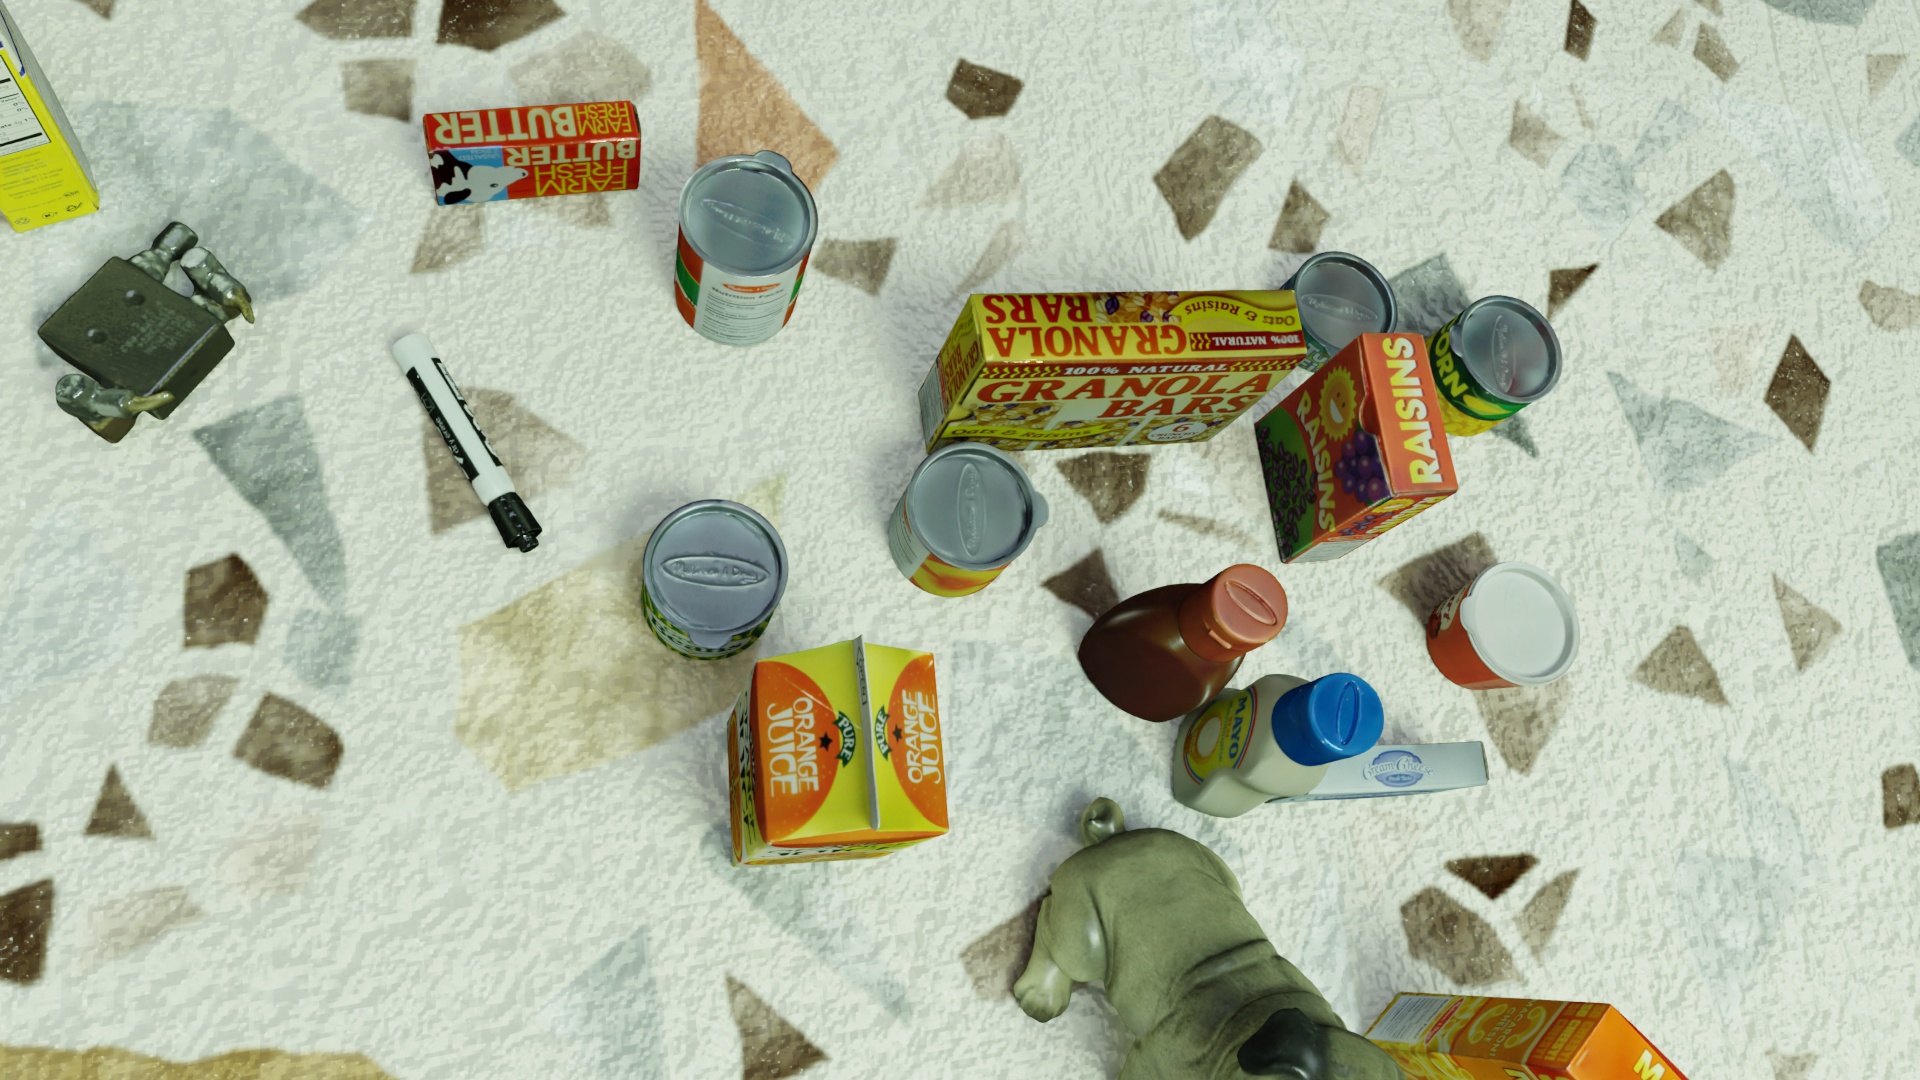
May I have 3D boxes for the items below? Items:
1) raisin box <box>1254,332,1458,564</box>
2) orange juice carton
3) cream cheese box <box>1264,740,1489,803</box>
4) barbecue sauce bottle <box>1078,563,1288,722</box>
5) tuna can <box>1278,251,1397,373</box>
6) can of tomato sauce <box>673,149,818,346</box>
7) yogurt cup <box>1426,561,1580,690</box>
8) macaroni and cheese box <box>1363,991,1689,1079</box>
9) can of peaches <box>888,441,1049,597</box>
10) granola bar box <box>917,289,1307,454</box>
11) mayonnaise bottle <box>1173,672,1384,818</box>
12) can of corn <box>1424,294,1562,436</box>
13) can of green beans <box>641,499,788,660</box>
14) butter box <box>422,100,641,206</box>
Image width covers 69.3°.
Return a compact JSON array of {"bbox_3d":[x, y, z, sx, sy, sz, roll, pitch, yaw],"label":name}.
[{"bbox_3d":[0.203,-0.046,0.728,0.040,0.123,0.086,-2,74,-15],"label":"raisin box"},{"bbox_3d":[-0.054,0.094,0.582,0.073,0.192,0.072,-1,74,-14],"label":"orange juice carton"},{"bbox_3d":[0.211,0.120,0.716,0.104,0.053,0.024,0,74,-14],"label":"cream cheese box"},{"bbox_3d":[0.106,0.048,0.661,0.065,0.148,0.044,40,68,0],"label":"barbecue sauce bottle"},{"bbox_3d":[0.216,-0.129,0.806,0.071,0.032,0.071,4,72,-13],"label":"tuna can"},{"bbox_3d":[-0.110,-0.146,0.702,0.071,0.083,0.071,4,72,-13],"label":"can of tomato sauce"},{"bbox_3d":[0.292,0.050,0.758,0.072,0.053,0.072,4,72,-13],"label":"yogurt cup"},{"bbox_3d":[0.272,0.263,0.625,0.040,0.166,0.124,-41,86,-21],"label":"macaroni and cheese box"},{"bbox_3d":[0.003,-0.009,0.701,0.071,0.058,0.071,4,72,-13],"label":"can of peaches"},{"bbox_3d":[0.072,-0.083,0.706,0.166,0.123,0.039,-4,75,-15],"label":"granola bar box"},{"bbox_3d":[0.147,0.093,0.657,0.041,0.147,0.065,18,70,-8],"label":"mayonnaise bottle"},{"bbox_3d":[0.299,-0.100,0.804,0.071,0.058,0.071,4,72,-13],"label":"can of corn"},{"bbox_3d":[-0.118,0.020,0.661,0.071,0.057,0.071,4,72,-13],"label":"can of green beans"},{"bbox_3d":[-0.216,-0.197,0.707,0.104,0.053,0.024,-10,76,-17],"label":"butter box"}]
